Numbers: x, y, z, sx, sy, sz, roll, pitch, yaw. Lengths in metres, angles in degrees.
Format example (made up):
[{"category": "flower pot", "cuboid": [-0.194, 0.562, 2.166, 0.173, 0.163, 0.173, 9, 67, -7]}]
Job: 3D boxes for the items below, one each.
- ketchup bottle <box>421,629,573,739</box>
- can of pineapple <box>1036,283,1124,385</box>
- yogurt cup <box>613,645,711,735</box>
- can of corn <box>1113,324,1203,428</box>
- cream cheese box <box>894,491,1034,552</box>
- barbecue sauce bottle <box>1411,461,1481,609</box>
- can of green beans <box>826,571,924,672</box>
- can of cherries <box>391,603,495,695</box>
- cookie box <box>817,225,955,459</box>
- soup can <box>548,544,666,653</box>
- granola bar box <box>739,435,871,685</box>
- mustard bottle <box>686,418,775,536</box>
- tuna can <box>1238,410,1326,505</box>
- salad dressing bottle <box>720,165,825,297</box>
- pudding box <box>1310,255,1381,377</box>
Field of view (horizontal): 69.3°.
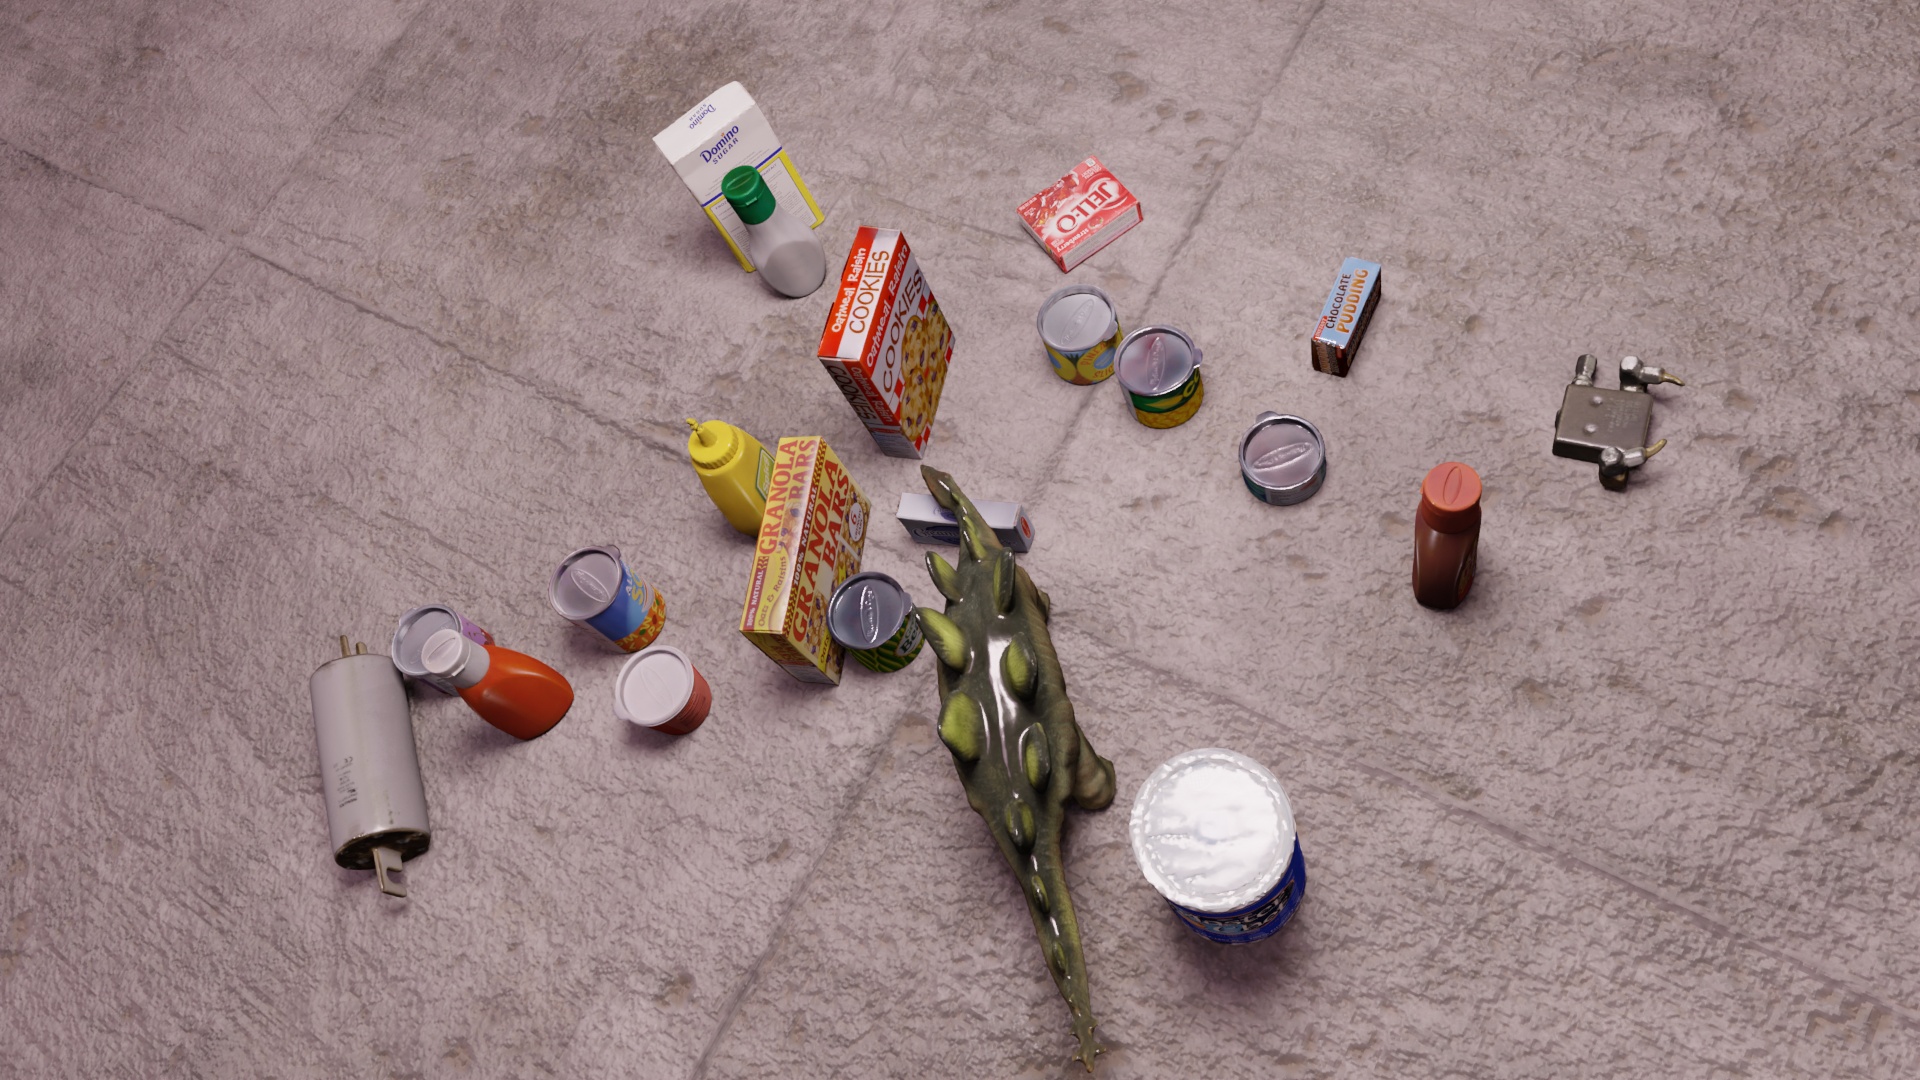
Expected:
[{"category": "ketchup bottle", "cuboid": [-0.377, 0.114, 1.126, 0.065, 0.148, 0.043, -42, 61, -5]}, {"category": "can of pineapple", "cuboid": [0.103, -0.171, 1.169, 0.071, 0.057, 0.071, -7, 64, 14]}, {"category": "yogurt cup", "cuboid": [-0.239, 0.126, 1.133, 0.072, 0.053, 0.072, -7, 64, 14]}, {"category": "can of corn", "cuboid": [0.165, -0.133, 1.132, 0.071, 0.058, 0.071, -7, 64, 14]}, {"category": "cream cheese box", "cuboid": [0.004, -0.014, 1.127, 0.104, 0.053, 0.024, 6, 68, 19]}, {"category": "barbecue sauce bottle", "cuboid": [0.339, -0.006, 0.967, 0.044, 0.148, 0.065, 13, 70, 22]}, {"category": "can of green beans", "cuboid": [-0.066, 0.066, 1.107, 0.071, 0.057, 0.071, -7, 64, 14]}, {"category": "can of cherries", "cuboid": [-0.449, 0.094, 1.210, 0.071, 0.058, 0.072, -7, 64, 14]}, {"category": "cookie box", "cuboid": [-0.058, -0.160, 1.150, 0.040, 0.167, 0.123, 7, 68, 20]}, {"category": "soup can", "cuboid": [-0.293, 0.049, 1.169, 0.071, 0.083, 0.071, -7, 64, 14]}, {"category": "granola bar box", "cuboid": [-0.121, 0.017, 1.109, 0.039, 0.124, 0.166, 1, 66, 17]}, {"category": "mustard bottle", "cuboid": [-0.185, -0.058, 1.144, 0.049, 0.159, 0.065, -5, 65, 15]}, {"category": "tuna can", "cuboid": [0.251, -0.065, 1.088, 0.071, 0.032, 0.071, -7, 64, 14]}, {"category": "salad dressing bottle", "cuboid": [-0.168, -0.278, 1.250, 0.064, 0.147, 0.044, -30, 61, 2]}, {"category": "pudding box", "cuboid": [0.310, -0.180, 1.115, 0.030, 0.049, 0.084, 20, 73, 24]}]
